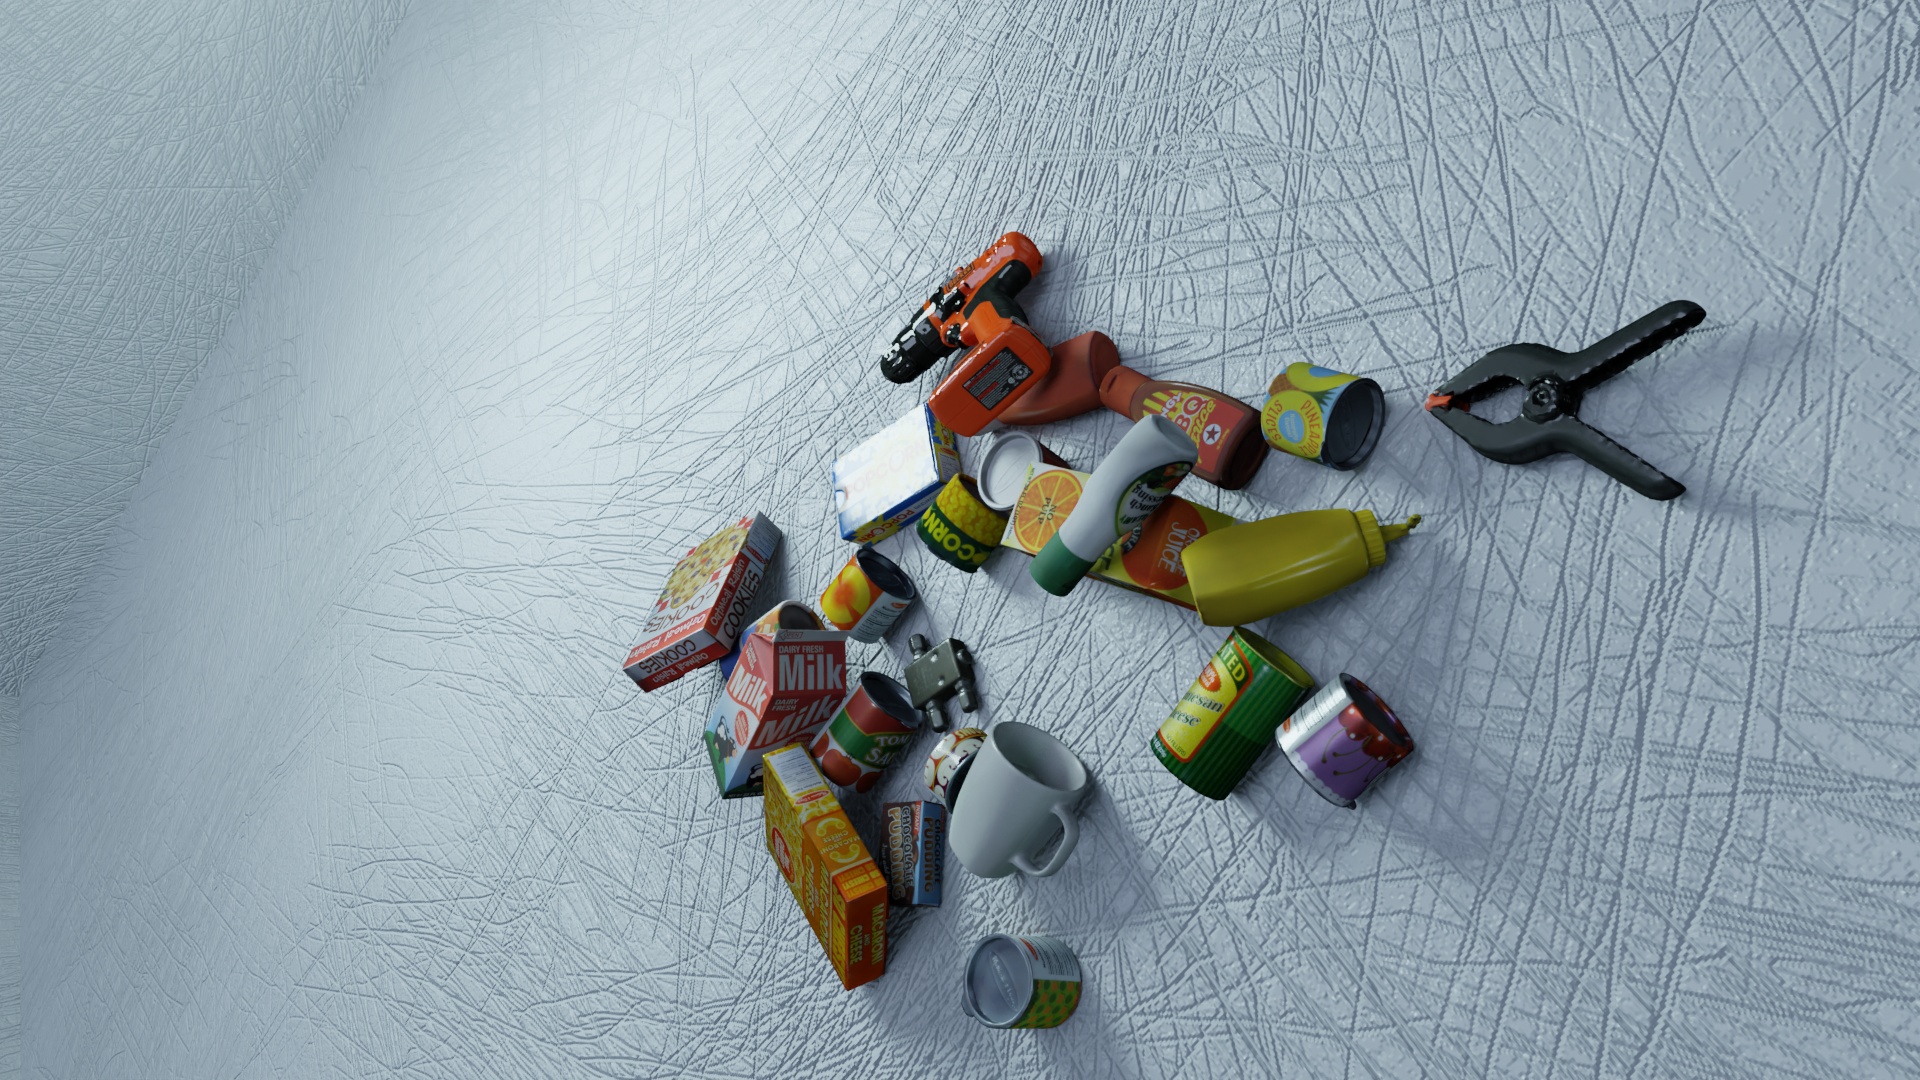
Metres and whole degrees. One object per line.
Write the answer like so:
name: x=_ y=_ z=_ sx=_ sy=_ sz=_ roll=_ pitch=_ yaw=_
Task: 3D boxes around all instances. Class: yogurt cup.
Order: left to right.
yogurt cup: x=0.056 y=-0.051 z=1.148 sx=0.072 sy=0.054 sz=0.072 roll=-17 pitch=63 yaw=39

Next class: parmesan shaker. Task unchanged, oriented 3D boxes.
parmesan shaker: x=0.186 y=0.120 z=0.950 sx=0.103 sy=0.071 sz=0.071 roll=-56 pitch=46 yaw=13

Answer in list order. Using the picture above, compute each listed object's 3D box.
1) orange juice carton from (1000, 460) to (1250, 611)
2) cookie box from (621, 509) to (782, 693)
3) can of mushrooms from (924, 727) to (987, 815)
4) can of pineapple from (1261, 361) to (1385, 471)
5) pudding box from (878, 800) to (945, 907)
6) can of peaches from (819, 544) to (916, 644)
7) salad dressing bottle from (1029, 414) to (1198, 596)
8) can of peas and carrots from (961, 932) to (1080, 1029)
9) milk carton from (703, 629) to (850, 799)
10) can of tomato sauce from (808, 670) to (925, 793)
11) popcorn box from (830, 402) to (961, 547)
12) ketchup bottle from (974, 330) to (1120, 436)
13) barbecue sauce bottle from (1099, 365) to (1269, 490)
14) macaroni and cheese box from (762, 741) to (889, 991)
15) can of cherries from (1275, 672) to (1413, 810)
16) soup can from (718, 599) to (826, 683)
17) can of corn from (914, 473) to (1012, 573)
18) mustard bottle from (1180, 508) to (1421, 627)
orange juice carton: x=0.129 y=-0.001 z=1.046 sx=0.193 sy=0.073 sz=0.072 roll=17 pitch=86 yaw=45
cookie box: x=-0.250 y=0.060 z=1.357 sx=0.122 sy=0.040 sz=0.168 roll=-27 pitch=30 yaw=34
can of mushrooms: x=0.008 y=0.181 z=1.098 sx=0.033 sy=0.071 sz=0.071 roll=34 pitch=99 yaw=46
can of pineapple: x=0.251 y=-0.086 z=0.966 sx=0.058 sy=0.071 sz=0.071 roll=25 pitch=93 yaw=46
pudding box: x=-0.040 y=0.258 z=1.140 sx=0.049 sy=0.030 sz=0.084 roll=-11 pitch=68 yaw=40
can of peaches: x=-0.084 y=0.048 z=1.234 sx=0.058 sy=0.071 sz=0.071 roll=-51 pitch=47 yaw=19
salad dressing bottle: x=0.106 y=-0.022 z=0.984 sx=0.147 sy=0.064 sz=0.044 roll=-51 pitch=57 yaw=26
can of peas and carrots: x=0.044 y=0.324 z=1.016 sx=0.071 sy=0.059 sz=0.071 roll=-17 pitch=64 yaw=39
milk carton: x=-0.160 y=0.142 z=1.227 sx=0.189 sy=0.072 sz=0.074 roll=-60 pitch=41 yaw=36
can of tomato sauce: x=-0.079 y=0.165 z=1.187 sx=0.083 sy=0.071 sz=0.071 roll=-53 pitch=47 yaw=16
popcorn box: x=-0.059 y=-0.059 z=1.271 sx=0.126 sy=0.038 sz=0.085 roll=-30 pitch=57 yaw=32
ketchup bottle: x=0.064 y=-0.126 z=1.176 sx=0.148 sy=0.043 sz=0.065 roll=-17 pitch=58 yaw=39
barbecue sauce bottle: x=0.168 y=-0.093 z=1.066 sx=0.149 sy=0.043 sz=0.064 roll=36 pitch=101 yaw=45
macaroni and cheese box: x=-0.113 y=0.269 z=1.155 sx=0.167 sy=0.040 sz=0.123 roll=49 pitch=147 yaw=41
can of cherries: x=0.249 y=0.129 z=0.893 sx=0.058 sy=0.071 sz=0.072 roll=-47 pitch=49 yaw=20
soup can: x=-0.173 y=0.105 z=1.298 sx=0.083 sy=0.071 sz=0.071 roll=-35 pitch=54 yaw=29
can of corn: x=0.004 y=-0.015 z=1.172 sx=0.058 sy=0.071 sz=0.071 roll=-52 pitch=47 yaw=16
mustard bottle: x=0.233 y=0.011 z=0.938 sx=0.160 sy=0.048 sz=0.065 roll=-15 pitch=46 yaw=7
